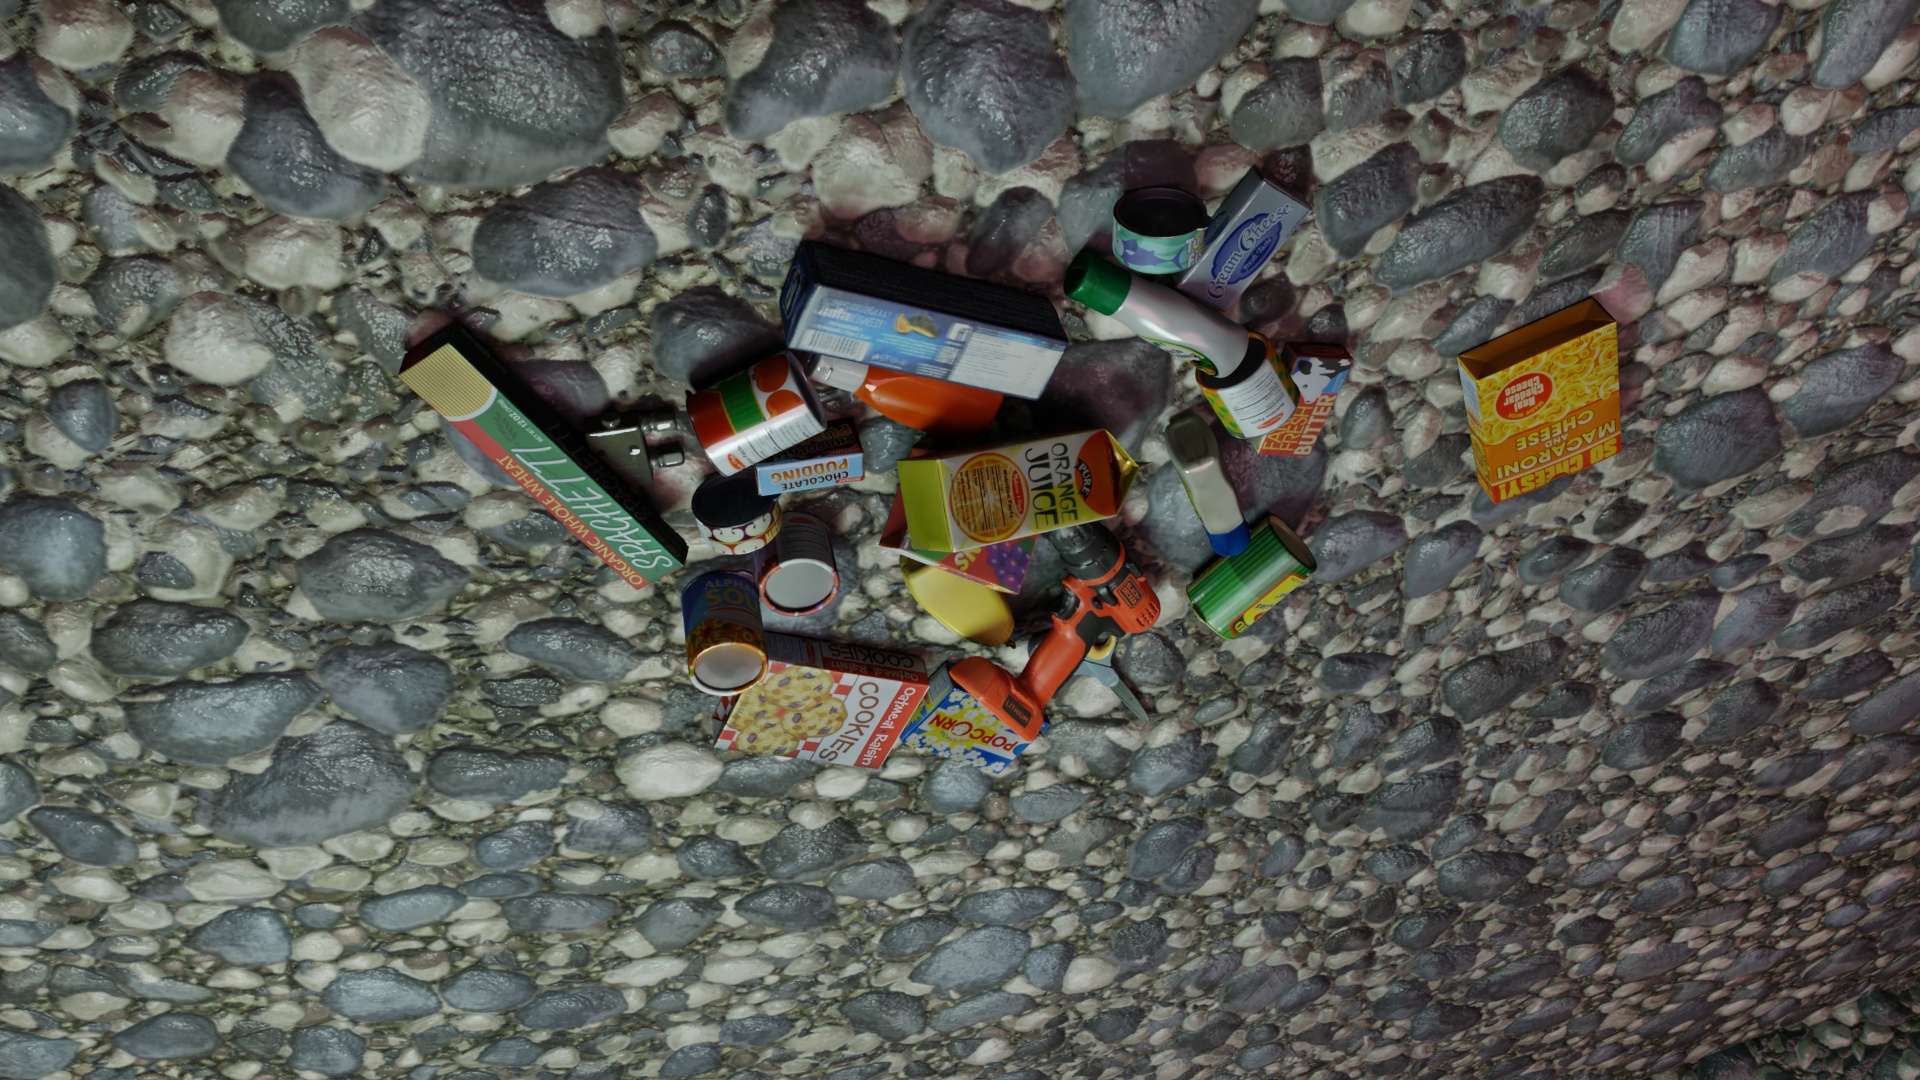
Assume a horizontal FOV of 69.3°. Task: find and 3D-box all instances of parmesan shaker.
[{"bbox_3d":[0.265,0.034,1.267,0.071,0.071,0.102,28,120,-35],"label":"parmesan shaker"}]

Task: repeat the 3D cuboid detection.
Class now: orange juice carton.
[{"bbox_3d":[0.055,-0.045,1.090,0.193,0.072,0.073,-13,98,-27],"label":"orange juice carton"}]

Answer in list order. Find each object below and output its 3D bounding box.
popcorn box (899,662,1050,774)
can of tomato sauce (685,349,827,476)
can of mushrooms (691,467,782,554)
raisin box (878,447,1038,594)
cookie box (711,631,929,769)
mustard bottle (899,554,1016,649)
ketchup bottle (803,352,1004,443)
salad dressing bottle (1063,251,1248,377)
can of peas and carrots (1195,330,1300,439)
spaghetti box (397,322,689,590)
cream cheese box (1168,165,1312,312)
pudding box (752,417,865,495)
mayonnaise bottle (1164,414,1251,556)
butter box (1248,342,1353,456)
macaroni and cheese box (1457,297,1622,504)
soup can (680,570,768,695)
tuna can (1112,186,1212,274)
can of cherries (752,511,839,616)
[{"bbox_3d":[0.011,0.173,1.344,0.126,0.038,0.085,24,120,-33],"label":"popcorn box"},{"bbox_3d":[-0.150,-0.096,1.022,0.083,0.071,0.071,-25,134,6],"label":"can of tomato sauce"},{"bbox_3d":[-0.171,-0.023,1.082,0.071,0.071,0.033,-13,135,-4],"label":"can of mushrooms"},{"bbox_3d":[0.004,-0.014,1.134,0.123,0.040,0.086,22,82,-32],"label":"raisin box"},{"bbox_3d":[-0.129,0.148,1.277,0.167,0.040,0.122,12,128,-25],"label":"cookie box"},{"bbox_3d":[0.007,0.053,1.221,0.065,0.049,0.159,-33,134,8],"label":"mustard bottle"},{"bbox_3d":[-0.044,-0.119,1.047,0.149,0.044,0.064,15,131,-28],"label":"ketchup bottle"},{"bbox_3d":[0.147,-0.171,1.048,0.147,0.064,0.044,22,96,-23],"label":"salad dressing bottle"},{"bbox_3d":[0.228,-0.126,1.108,0.071,0.071,0.058,-31,128,13],"label":"can of peas and carrots"},{"bbox_3d":[-0.297,-0.054,1.015,0.050,0.029,0.249,-27,127,19],"label":"spaghetti box"},{"bbox_3d":[0.209,-0.223,1.039,0.053,0.024,0.103,20,124,-31],"label":"cream cheese box"},{"bbox_3d":[-0.118,-0.065,1.071,0.084,0.050,0.030,-8,133,-9],"label":"pudding box"},{"bbox_3d":[0.215,-0.041,1.189,0.041,0.065,0.147,-23,138,10],"label":"mayonnaise bottle"},{"bbox_3d":[0.283,-0.117,1.162,0.053,0.024,0.103,1,132,-17],"label":"butter box"},{"bbox_3d":[0.511,-0.118,1.220,0.123,0.040,0.165,-24,134,7],"label":"macaroni and cheese box"},{"bbox_3d":[-0.195,0.076,1.156,0.071,0.084,0.071,-9,134,-9],"label":"soup can"},{"bbox_3d":[0.144,-0.221,0.990,0.071,0.071,0.032,-11,136,-7],"label":"tuna can"},{"bbox_3d":[-0.135,0.022,1.141,0.071,0.059,0.071,-9,134,-9],"label":"can of cherries"}]
